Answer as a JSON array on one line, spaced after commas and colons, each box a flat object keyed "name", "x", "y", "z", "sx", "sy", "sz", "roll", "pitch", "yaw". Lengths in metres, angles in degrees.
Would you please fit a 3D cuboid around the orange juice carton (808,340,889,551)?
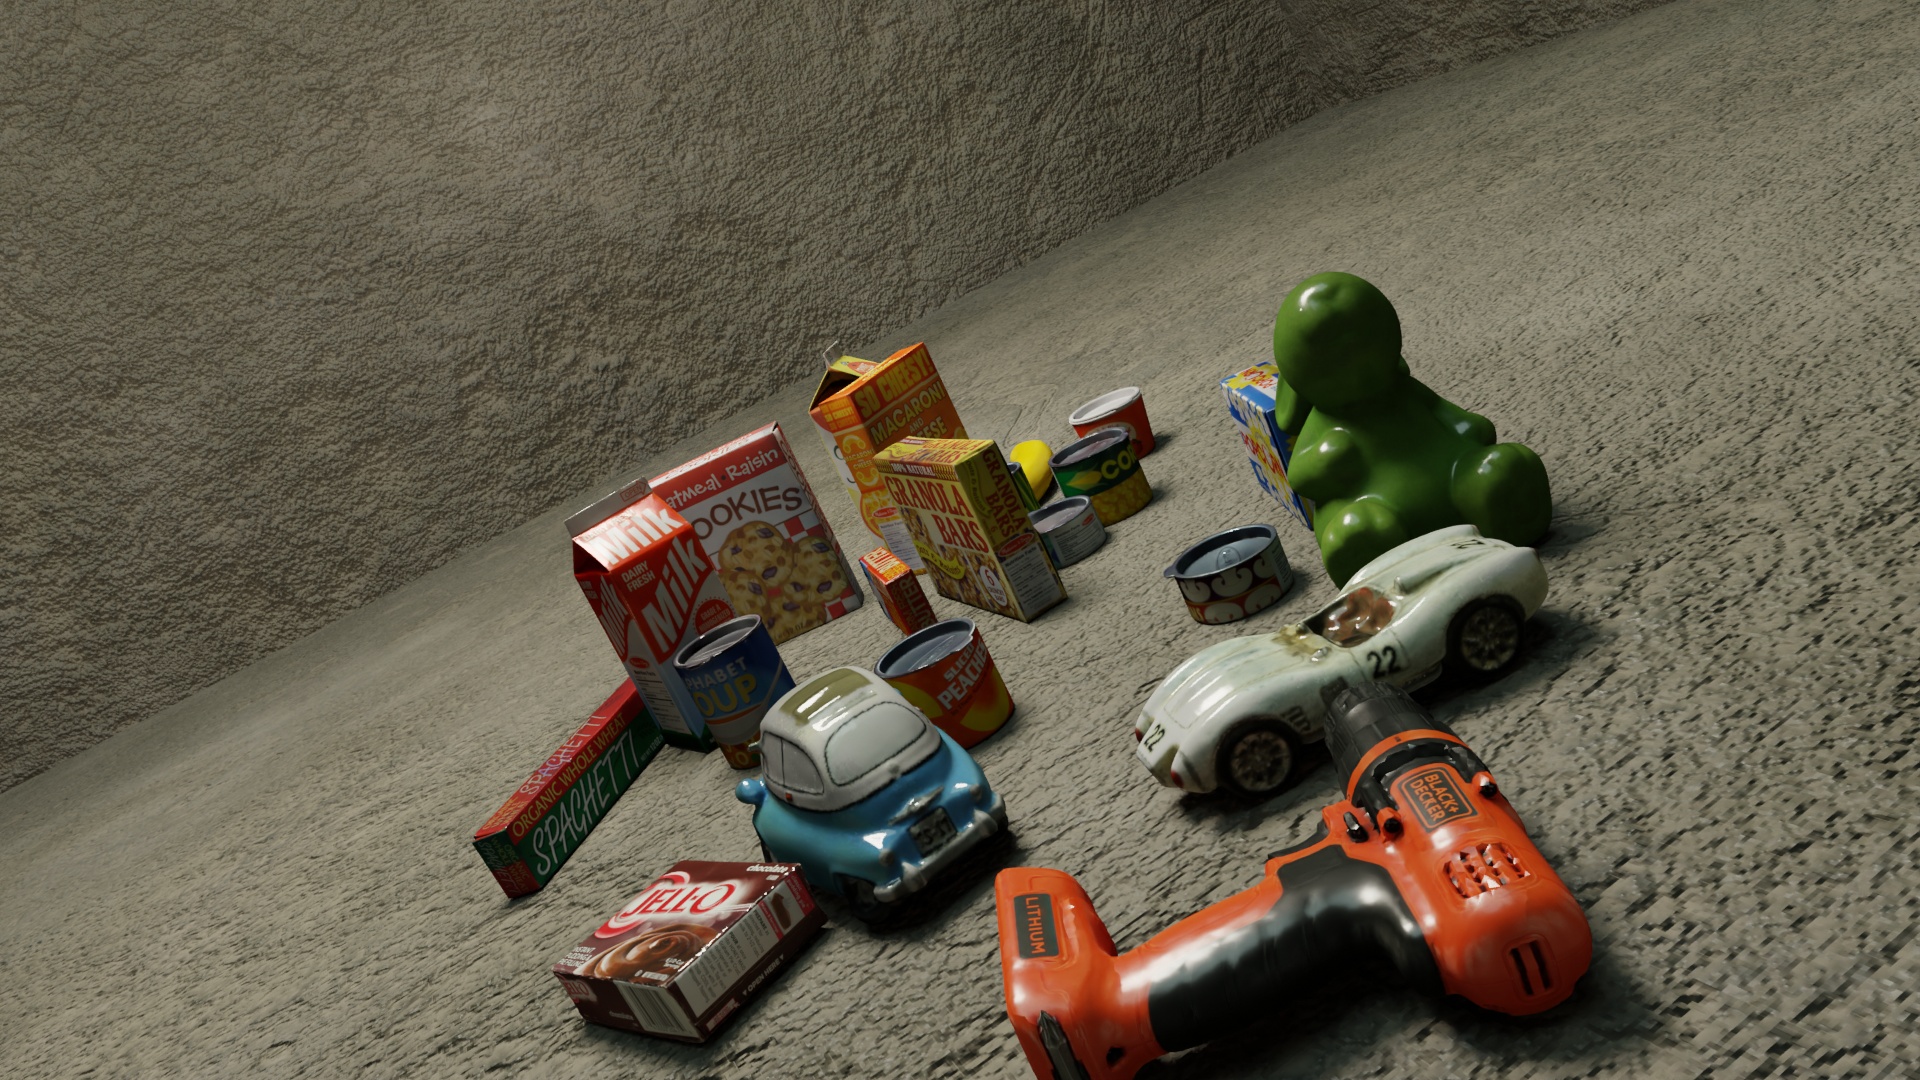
[{"name": "orange juice carton", "x": -0.078, "y": -0.091, "z": 1.274, "sx": 0.073, "sy": 0.192, "sz": 0.072, "roll": -22, "pitch": 15, "yaw": 13}]

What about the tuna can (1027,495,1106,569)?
[{"name": "tuna can", "x": 0.073, "y": -0.005, "z": 1.047, "sx": 0.071, "sy": 0.032, "sz": 0.071, "roll": -24, "pitch": 15, "yaw": 7}]

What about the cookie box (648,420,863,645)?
[{"name": "cookie box", "x": -0.172, "y": 0.003, "z": 1.158, "sx": 0.123, "sy": 0.167, "sz": 0.040, "roll": -24, "pitch": 14, "yaw": 5}]

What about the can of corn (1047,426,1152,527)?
[{"name": "can of corn", "x": 0.112, "y": -0.049, "z": 1.085, "sx": 0.071, "sy": 0.058, "sz": 0.071, "roll": -24, "pitch": 15, "yaw": 7}]

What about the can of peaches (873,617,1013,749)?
[{"name": "can of peaches", "x": -0.008, "y": 0.087, "z": 0.818, "sx": 0.071, "sy": 0.058, "sz": 0.071, "roll": -24, "pitch": 15, "yaw": 7}]

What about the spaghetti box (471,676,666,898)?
[{"name": "spaghetti box", "x": -0.260, "y": 0.160, "z": 0.992, "sx": 0.028, "sy": 0.050, "sz": 0.251, "roll": -20, "pitch": 16, "yaw": 22}]

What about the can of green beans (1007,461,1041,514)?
[{"name": "can of green beans", "x": 0.031, "y": -0.024, "z": 1.132, "sx": 0.071, "sy": 0.057, "sz": 0.071, "roll": -24, "pitch": 15, "yaw": 7}]

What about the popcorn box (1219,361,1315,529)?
[{"name": "popcorn box", "x": 0.217, "y": -0.066, "z": 0.921, "sx": 0.038, "sy": 0.085, "sz": 0.127, "roll": -25, "pitch": 15, "yaw": 4}]

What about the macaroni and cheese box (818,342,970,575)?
[{"name": "macaroni and cheese box", "x": -0.041, "y": -0.070, "z": 1.195, "sx": 0.040, "sy": 0.166, "sz": 0.124, "roll": -14, "pitch": 18, "yaw": 38}]

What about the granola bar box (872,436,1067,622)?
[{"name": "granola bar box", "x": 0.004, "y": -0.013, "z": 1.009, "sx": 0.039, "sy": 0.124, "sz": 0.165, "roll": -30, "pitch": 15, "yaw": -18}]

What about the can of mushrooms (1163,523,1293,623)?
[{"name": "can of mushrooms", "x": 0.159, "y": 0.020, "z": 0.822, "sx": 0.071, "sy": 0.033, "sz": 0.071, "roll": -24, "pitch": 15, "yaw": 7}]

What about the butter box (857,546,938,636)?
[{"name": "butter box", "x": -0.047, "y": 0.040, "z": 1.052, "sx": 0.024, "sy": 0.053, "sz": 0.103, "roll": -28, "pitch": 15, "yaw": -10}]

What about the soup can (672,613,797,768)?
[{"name": "soup can", "x": -0.147, "y": 0.103, "z": 0.937, "sx": 0.071, "sy": 0.083, "sz": 0.071, "roll": -24, "pitch": 15, "yaw": 7}]

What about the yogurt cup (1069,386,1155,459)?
[{"name": "yogurt cup", "x": 0.136, "y": -0.097, "z": 1.218, "sx": 0.072, "sy": 0.054, "sz": 0.072, "roll": -24, "pitch": 15, "yaw": 7}]

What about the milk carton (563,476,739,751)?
[{"name": "milk carton", "x": -0.214, "y": 0.053, "z": 1.010, "sx": 0.073, "sy": 0.190, "sz": 0.073, "roll": -35, "pitch": 17, "yaw": -32}]
